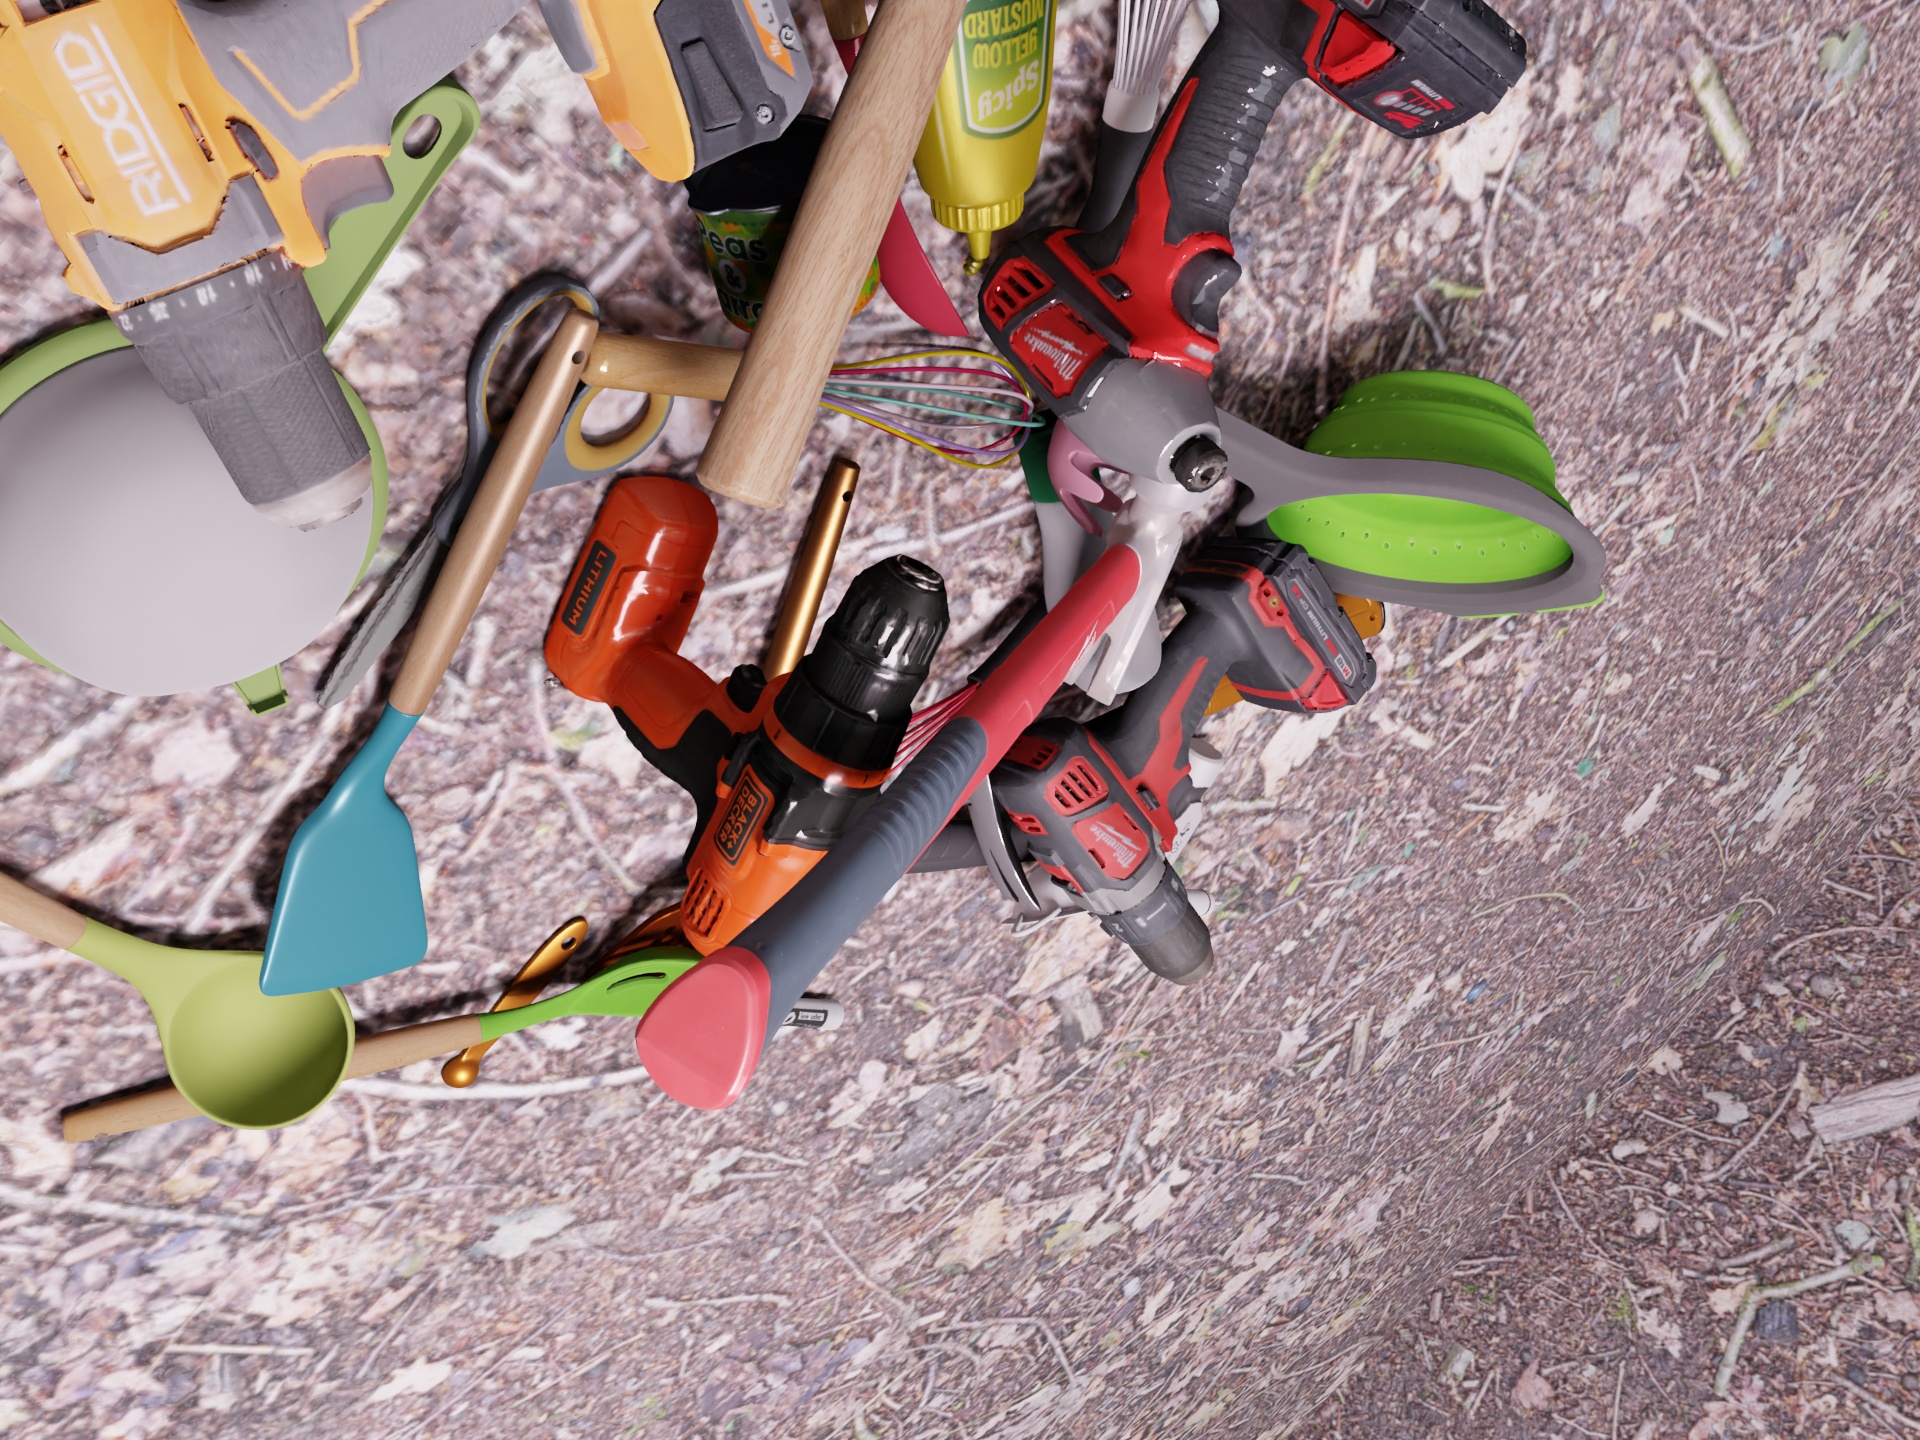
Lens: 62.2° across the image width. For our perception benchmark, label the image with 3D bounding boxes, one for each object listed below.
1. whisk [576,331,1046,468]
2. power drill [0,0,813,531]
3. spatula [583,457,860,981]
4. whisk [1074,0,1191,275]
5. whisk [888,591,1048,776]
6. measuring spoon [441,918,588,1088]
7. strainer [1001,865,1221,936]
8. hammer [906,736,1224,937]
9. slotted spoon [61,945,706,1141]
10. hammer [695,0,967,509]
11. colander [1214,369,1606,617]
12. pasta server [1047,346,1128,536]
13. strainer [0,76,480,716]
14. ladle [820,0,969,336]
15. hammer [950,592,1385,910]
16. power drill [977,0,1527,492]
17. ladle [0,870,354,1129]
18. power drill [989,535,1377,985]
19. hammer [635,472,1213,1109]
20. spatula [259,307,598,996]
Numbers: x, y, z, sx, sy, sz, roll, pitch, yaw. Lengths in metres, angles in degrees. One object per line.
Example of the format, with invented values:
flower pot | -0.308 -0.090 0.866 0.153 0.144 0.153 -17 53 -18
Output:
whisk | -0.053 -0.139 0.683 0.245 0.051 0.047 -4 130 -43
power drill | -0.162 -0.179 0.488 0.226 0.084 0.185 -29 117 -17
spatula | -0.111 0.014 0.805 0.081 0.041 0.322 0 121 -42
whisk | 0.078 -0.289 0.665 0.070 0.070 0.284 -21 142 -28
whisk | -0.001 -0.003 0.842 0.296 0.073 0.073 -45 144 -17
measuring spoon | -0.230 0.149 0.827 0.117 0.011 0.021 -50 143 7
strainer | 0.105 0.114 1.023 0.087 0.050 0.258 -13 166 34
hammer | 0.023 0.079 0.977 0.334 0.035 0.146 0 124 -43
slotted spoon | -0.262 0.156 0.779 0.313 0.031 0.070 -10 151 -30
hammer | -0.018 -0.232 0.555 0.130 0.031 0.331 16 101 -35
colander | 0.201 -0.160 0.868 0.396 0.204 0.094 18 77 -33
pasta server | 0.111 -0.236 0.717 0.316 0.040 0.060 -66 167 8
strainer | -0.233 -0.100 0.542 0.256 0.069 0.151 -51 142 11
ladle | -0.045 -0.274 0.573 0.031 0.069 0.315 -20 134 -4
hammer | 0.143 -0.007 0.980 0.337 0.034 0.127 -25 110 -30
power drill | 0.107 -0.203 0.630 0.078 0.143 0.219 6 130 -46
ladle | -0.357 0.077 0.607 0.078 0.062 0.319 -46 141 -6
power drill | 0.138 0.024 0.916 0.227 0.080 0.187 -47 118 -17
hammer | 0.000 0.020 0.616 0.386 0.038 0.143 -48 163 -49
spatula | -0.207 -0.020 0.642 0.082 0.044 0.317 -6 134 -54
